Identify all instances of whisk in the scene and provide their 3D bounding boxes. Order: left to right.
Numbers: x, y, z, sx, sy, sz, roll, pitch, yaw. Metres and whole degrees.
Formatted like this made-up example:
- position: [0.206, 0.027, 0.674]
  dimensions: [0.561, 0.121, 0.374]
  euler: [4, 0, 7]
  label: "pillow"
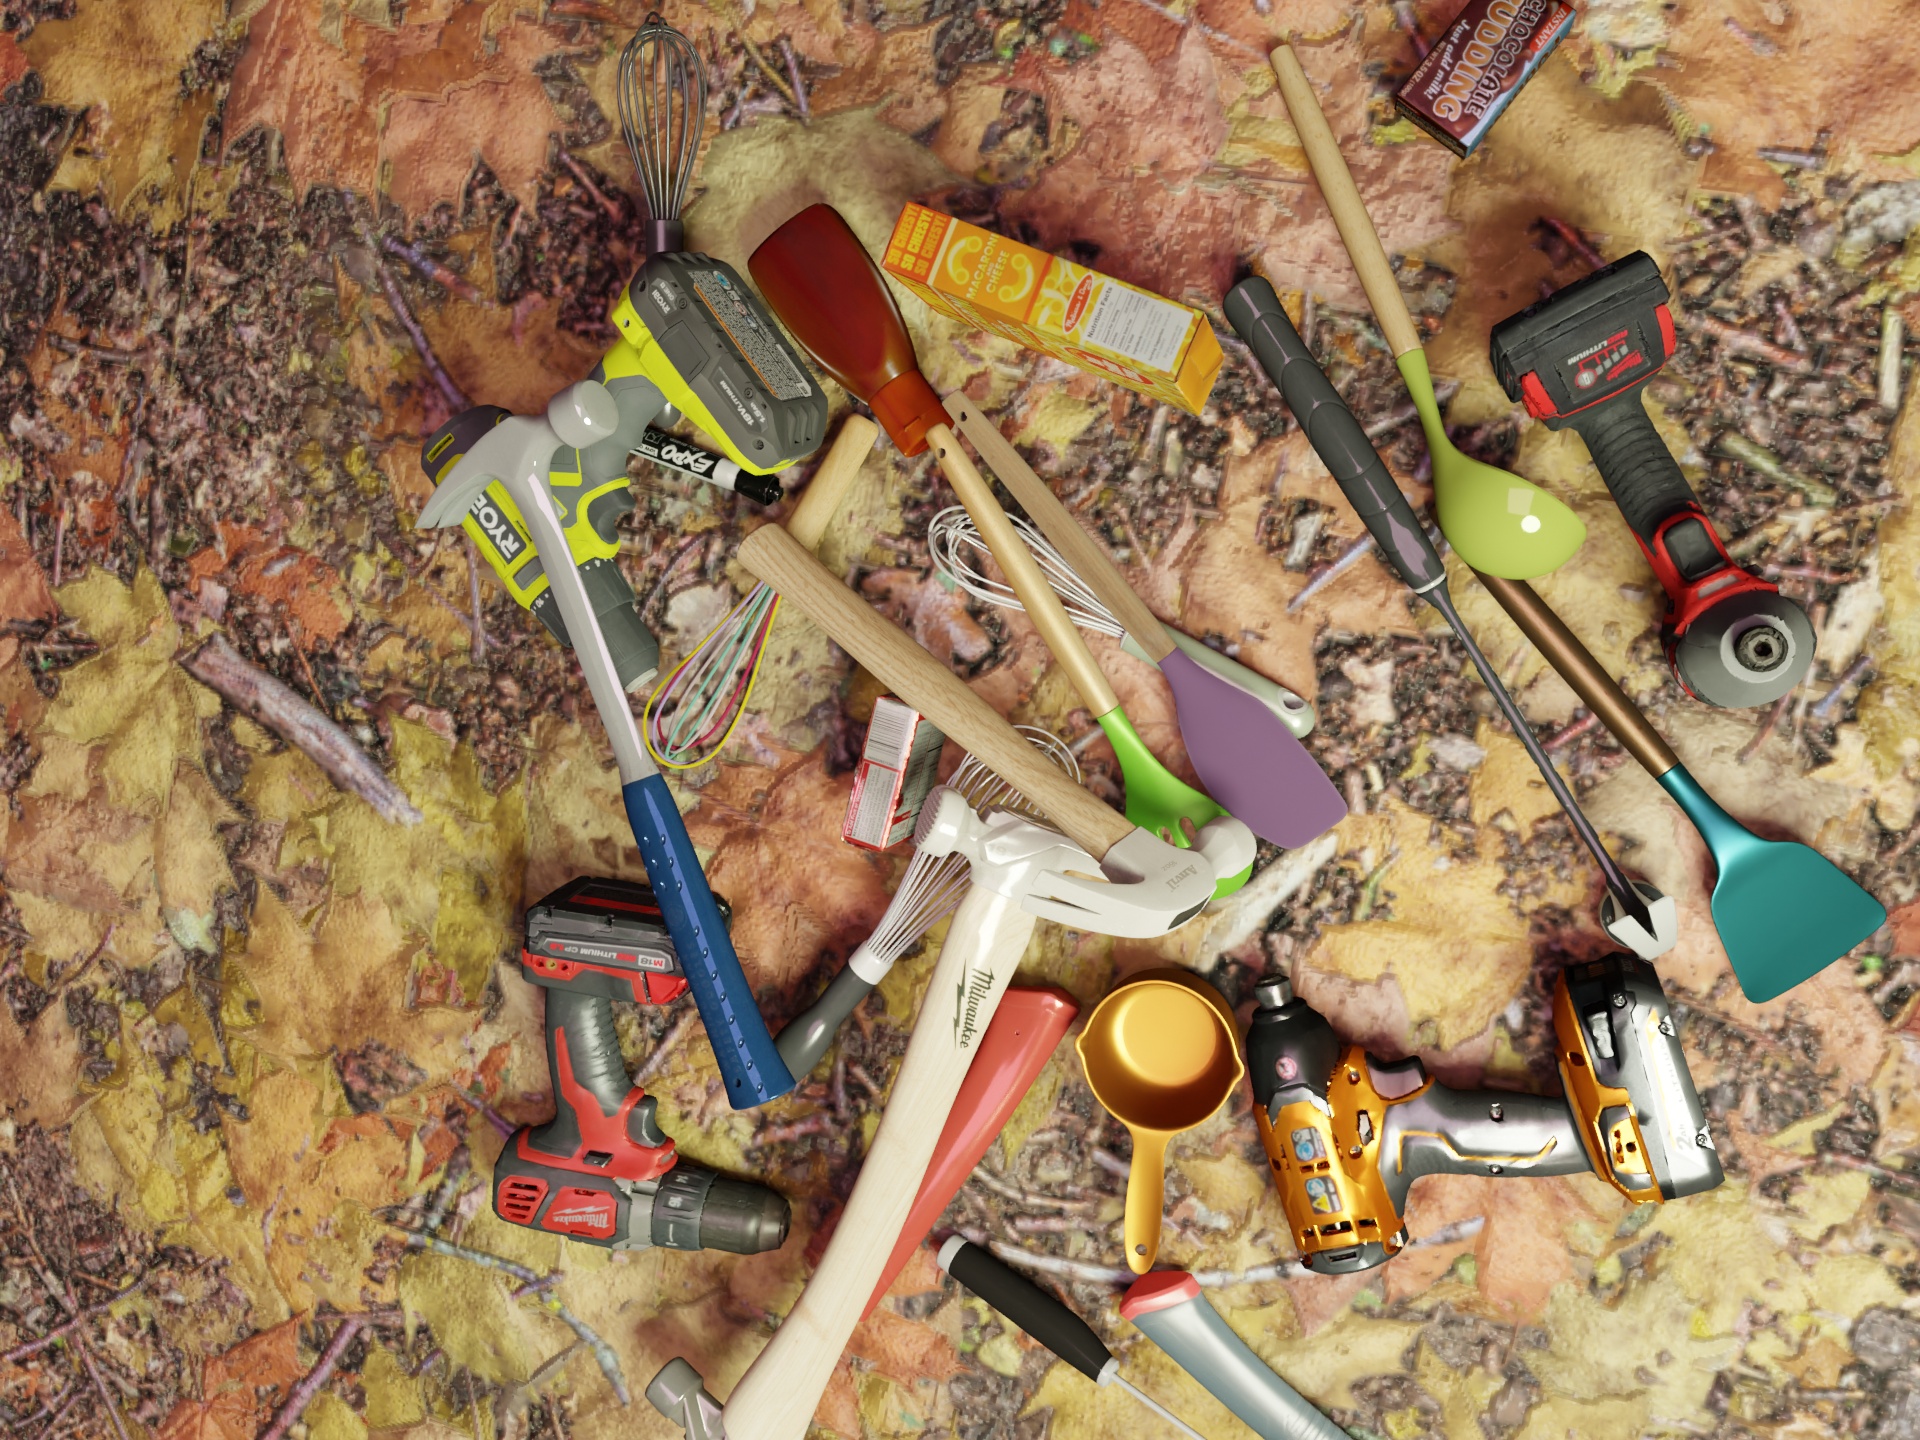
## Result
- position: [-0.179, -0.296, 0.952]
  dimensions: [0.055, 0.055, 0.239]
  euler: [4, 101, 15]
  label: "whisk"
- position: [-0.121, -0.076, 0.956]
  dimensions: [0.047, 0.051, 0.245]
  euler: [34, 99, 16]
  label: "whisk"
- position: [-0.032, 0.119, 0.931]
  dimensions: [0.070, 0.070, 0.284]
  euler: [41, 103, 8]
  label: "whisk"
- position: [0.089, -0.054, 0.903]
  dimensions: [0.246, 0.058, 0.059]
  euler: [29, 136, 8]
  label: "whisk"

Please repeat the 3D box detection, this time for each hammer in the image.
- position: [-0.188, 0.025, 0.897]
  dimensions: [0.144, 0.035, 0.405]
  euler: [-21, 90, 29]
  label: "hammer"
- position: [-0.035, 0.312, 0.942]
  dimensions: [0.149, 0.036, 0.359]
  euler: [36, 95, 15]
  label: "hammer"
- position: [-0.025, 0.245, 0.893]
  dimensions: [0.146, 0.038, 0.410]
  euler: [21, 99, -15]
  label: "hammer"
- position: [-0.001, -0.003, 0.861]
  dimensions: [0.331, 0.130, 0.031]
  euler: [40, 132, 20]
  label: "hammer"
- position: [0.241, 0.465, 0.908]
  dimensions: [0.386, 0.038, 0.143]
  euler: [38, 105, 9]
  label: "hammer"
- position: [0.250, -0.058, 0.824]
  dimensions: [0.036, 0.149, 0.409]
  euler: [-32, 79, 15]
  label: "hammer"

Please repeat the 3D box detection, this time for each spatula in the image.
- position: [0.094, -0.054, 0.869]
  dimensions: [0.059, 0.018, 0.316]
  euler: [-38, 95, 26]
  label: "spatula"
- position: [0.355, 0.007, 0.846]
  dimensions: [0.082, 0.044, 0.317]
  euler: [-40, 80, 15]
  label: "spatula"

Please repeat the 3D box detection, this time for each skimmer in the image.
- position: [0.116, 0.425, 0.883]
  dimensions: [0.363, 0.127, 0.090]
  euler: [30, 68, 25]
  label: "skimmer"

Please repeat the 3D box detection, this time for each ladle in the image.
- position: [0.238, -0.220, 0.836]
  dimensions: [0.062, 0.078, 0.320]
  euler: [-21, 80, 6]
  label: "ladle"

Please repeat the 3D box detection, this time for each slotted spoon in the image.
- position: [0.066, -0.026, 0.880]
  dimensions: [0.070, 0.031, 0.313]
  euler: [-26, 100, 34]
  label: "slotted spoon"

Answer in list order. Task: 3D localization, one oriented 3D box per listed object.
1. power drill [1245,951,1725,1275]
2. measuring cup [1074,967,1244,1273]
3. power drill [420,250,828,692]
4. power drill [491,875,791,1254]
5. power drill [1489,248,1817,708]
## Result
- position: [0.269, 0.196, 0.856]
  dimensions: [0.226, 0.084, 0.164]
  euler: [-18, 89, 20]
  label: "power drill"
- position: [0.113, 0.227, 0.915]
  dimensions: [0.095, 0.052, 0.173]
  euler: [6, 98, 14]
  label: "measuring cup"
- position: [-0.190, -0.142, 0.932]
  dimensions: [0.228, 0.080, 0.190]
  euler: [-36, 91, 26]
  label: "power drill"
- position: [-0.190, 0.223, 0.984]
  dimensions: [0.188, 0.080, 0.226]
  euler: [8, 101, 7]
  label: "power drill"
- position: [0.343, -0.108, 0.777]
  dimensions: [0.078, 0.143, 0.220]
  euler: [-27, 85, 18]
  label: "power drill"
